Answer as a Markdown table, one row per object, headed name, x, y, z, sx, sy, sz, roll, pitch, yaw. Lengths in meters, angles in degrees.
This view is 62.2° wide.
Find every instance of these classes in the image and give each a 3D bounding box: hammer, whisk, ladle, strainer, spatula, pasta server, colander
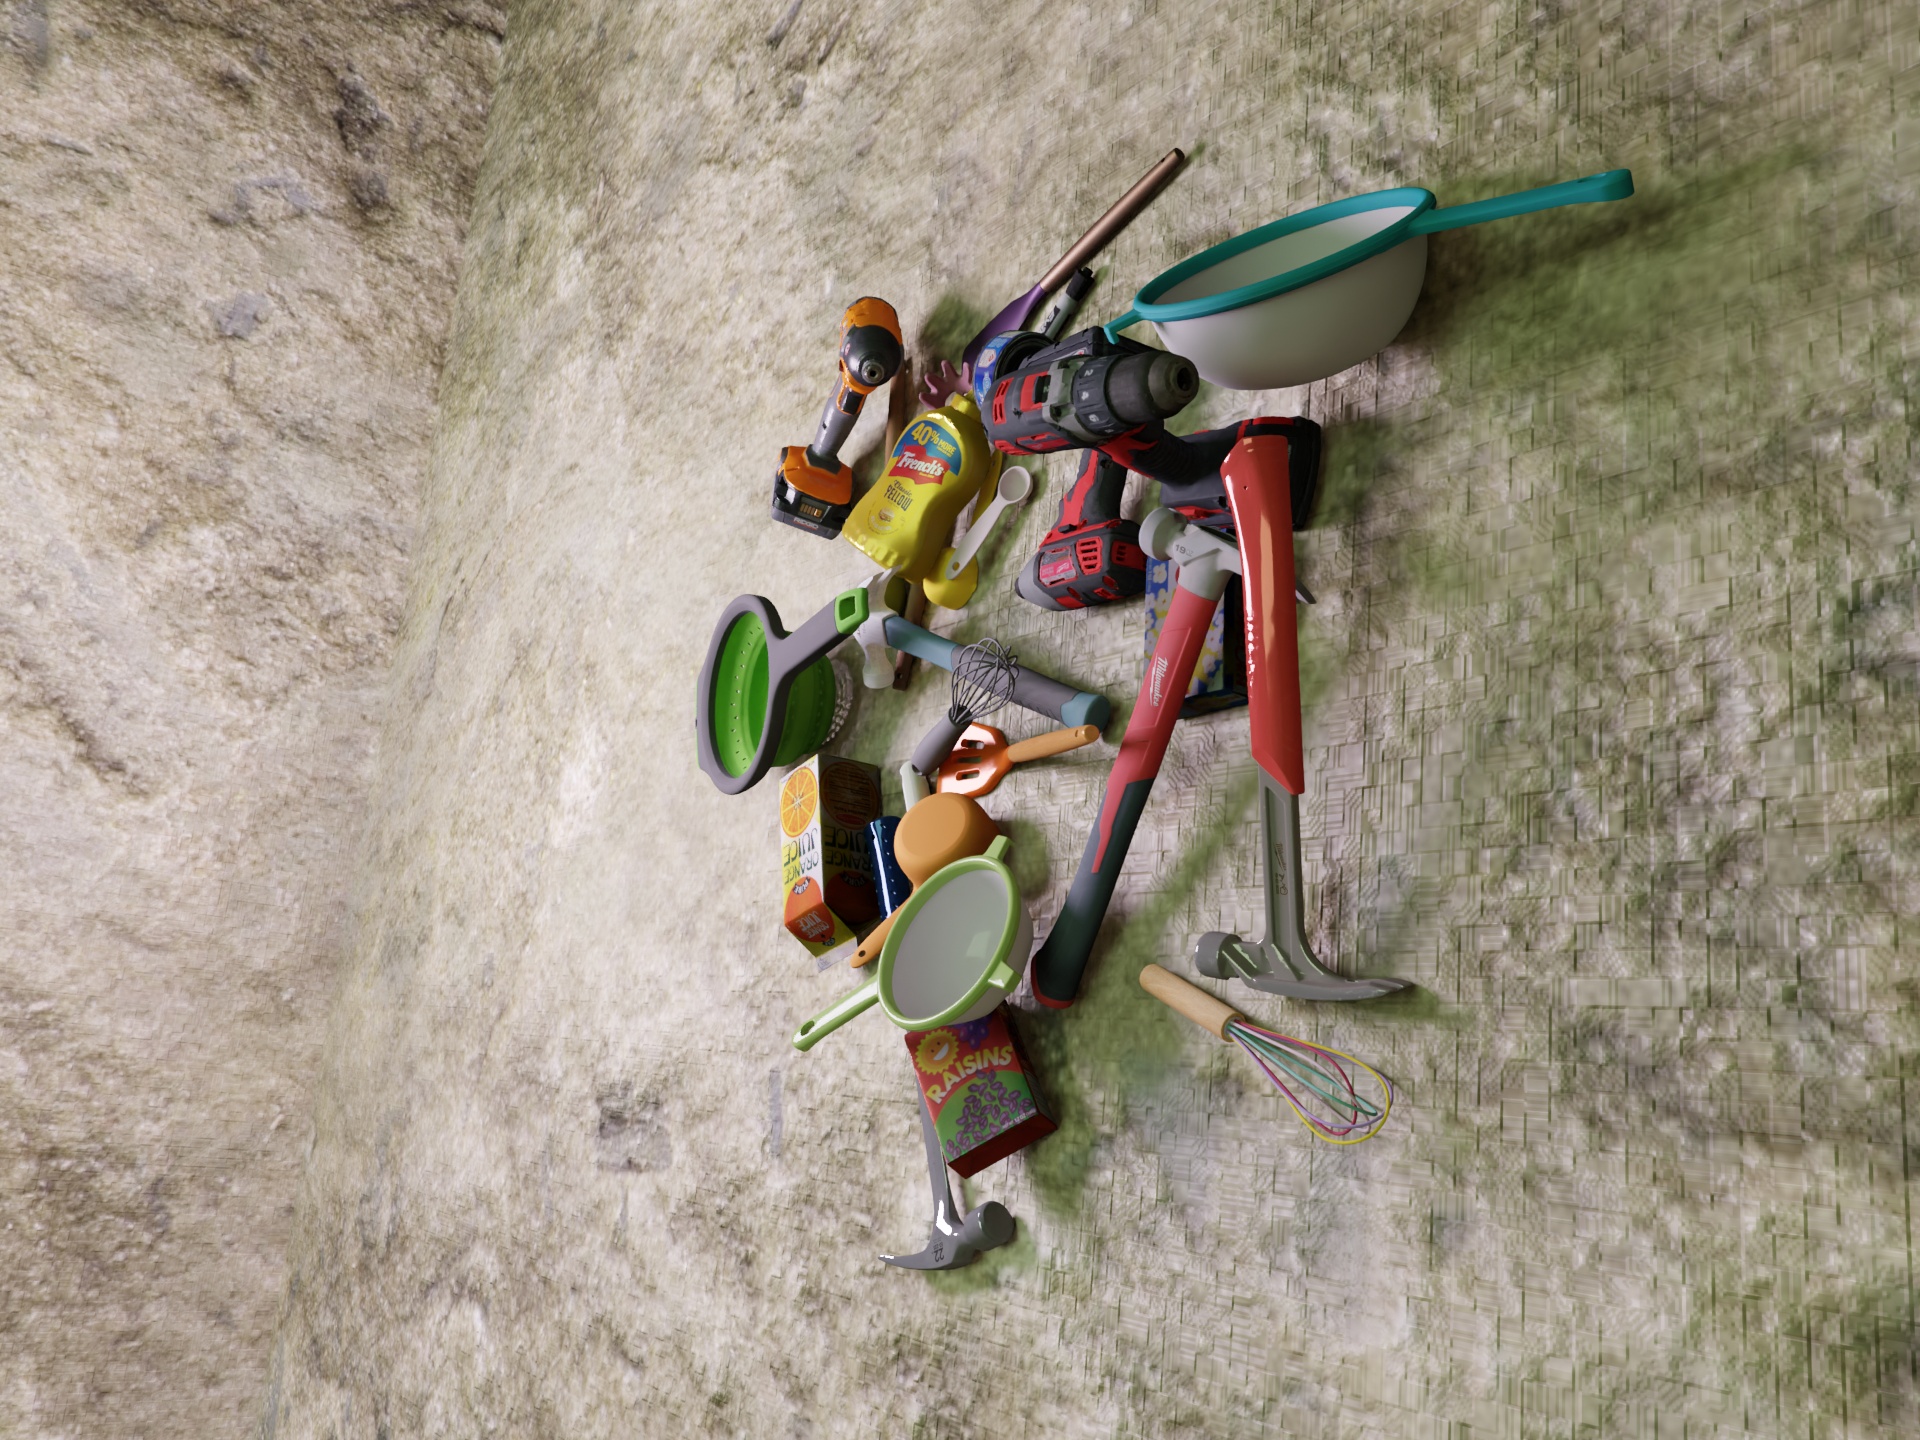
| name | x | y | z | sx | sy | sz | roll | pitch | yaw |
| --- | --- | --- | --- | --- | --- | --- | --- | --- | --- |
| hammer | 0.135 | 0.050 | 1.156 | 0.143 | 0.038 | 0.386 | 36 | 118 | 42 |
| whisk | 0.193 | 0.216 | 1.058 | 0.245 | 0.051 | 0.047 | 25 | 104 | 58 |
| ladle | -0.080 | -0.231 | 1.597 | 0.078 | 0.062 | 0.320 | 137 | 139 | -60 |
| strainer | -0.029 | 0.214 | 1.278 | 0.256 | 0.069 | 0.152 | -36 | 34 | 28 |
| hammer | 0.009 | -0.048 | 1.378 | 0.331 | 0.033 | 0.128 | 25 | 132 | 47 |
| spatula | 0.093 | -0.409 | 1.446 | 0.316 | 0.018 | 0.060 | -36 | 41 | 44 |
| hammer | 0.210 | -0.002 | 1.020 | 0.149 | 0.036 | 0.359 | 0 | 93 | 46 |
| whisk | -0.003 | -0.004 | 1.347 | 0.239 | 0.055 | 0.055 | 127 | 144 | -59 |
| pasta server | -0.030 | -0.185 | 1.523 | 0.060 | 0.040 | 0.316 | 11 | 89 | 17 |
| spatula | 0.043 | 0.024 | 1.292 | 0.322 | 0.041 | 0.081 | 159 | 120 | -74 |
| hammer | -0.043 | 0.270 | 1.375 | 0.144 | 0.035 | 0.406 | -42 | 47 | 39 |
| colander | -0.150 | -0.045 | 1.561 | 0.397 | 0.094 | 0.205 | -29 | 60 | 56 |
| whisk | -0.027 | 0.134 | 1.397 | 0.059 | 0.057 | 0.247 | -20 | 50 | 11 |
| strainer | 0.279 | -0.284 | 1.055 | 0.340 | 0.211 | 0.095 | 0 | 121 | 43 |

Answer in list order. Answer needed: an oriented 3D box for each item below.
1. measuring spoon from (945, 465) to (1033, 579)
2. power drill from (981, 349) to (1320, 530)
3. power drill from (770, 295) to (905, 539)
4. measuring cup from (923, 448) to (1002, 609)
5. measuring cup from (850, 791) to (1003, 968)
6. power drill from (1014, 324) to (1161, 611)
| name | x | y | z | sx | sy | sz | roll | pitch | yaw |
| --- | --- | --- | --- | --- | --- | --- | --- | --- | --- |
| measuring spoon | 0.027 | -0.176 | 1.443 | 0.124 | 0.018 | 0.034 | -53 | 55 | 17 |
| power drill | 0.150 | -0.198 | 1.103 | 0.188 | 0.226 | 0.080 | 3 | 81 | 55 |
| power drill | -0.120 | -0.303 | 1.611 | 0.164 | 0.084 | 0.226 | -98 | 30 | -60 |
| measuring cup | 0.004 | -0.180 | 1.478 | 0.062 | 0.029 | 0.156 | 29 | 104 | 55 |
| measuring cup | -0.041 | 0.133 | 1.335 | 0.173 | 0.052 | 0.095 | -46 | 45 | -14 |
| power drill | 0.100 | -0.199 | 1.314 | 0.143 | 0.078 | 0.220 | -11 | 72 | 53 |
